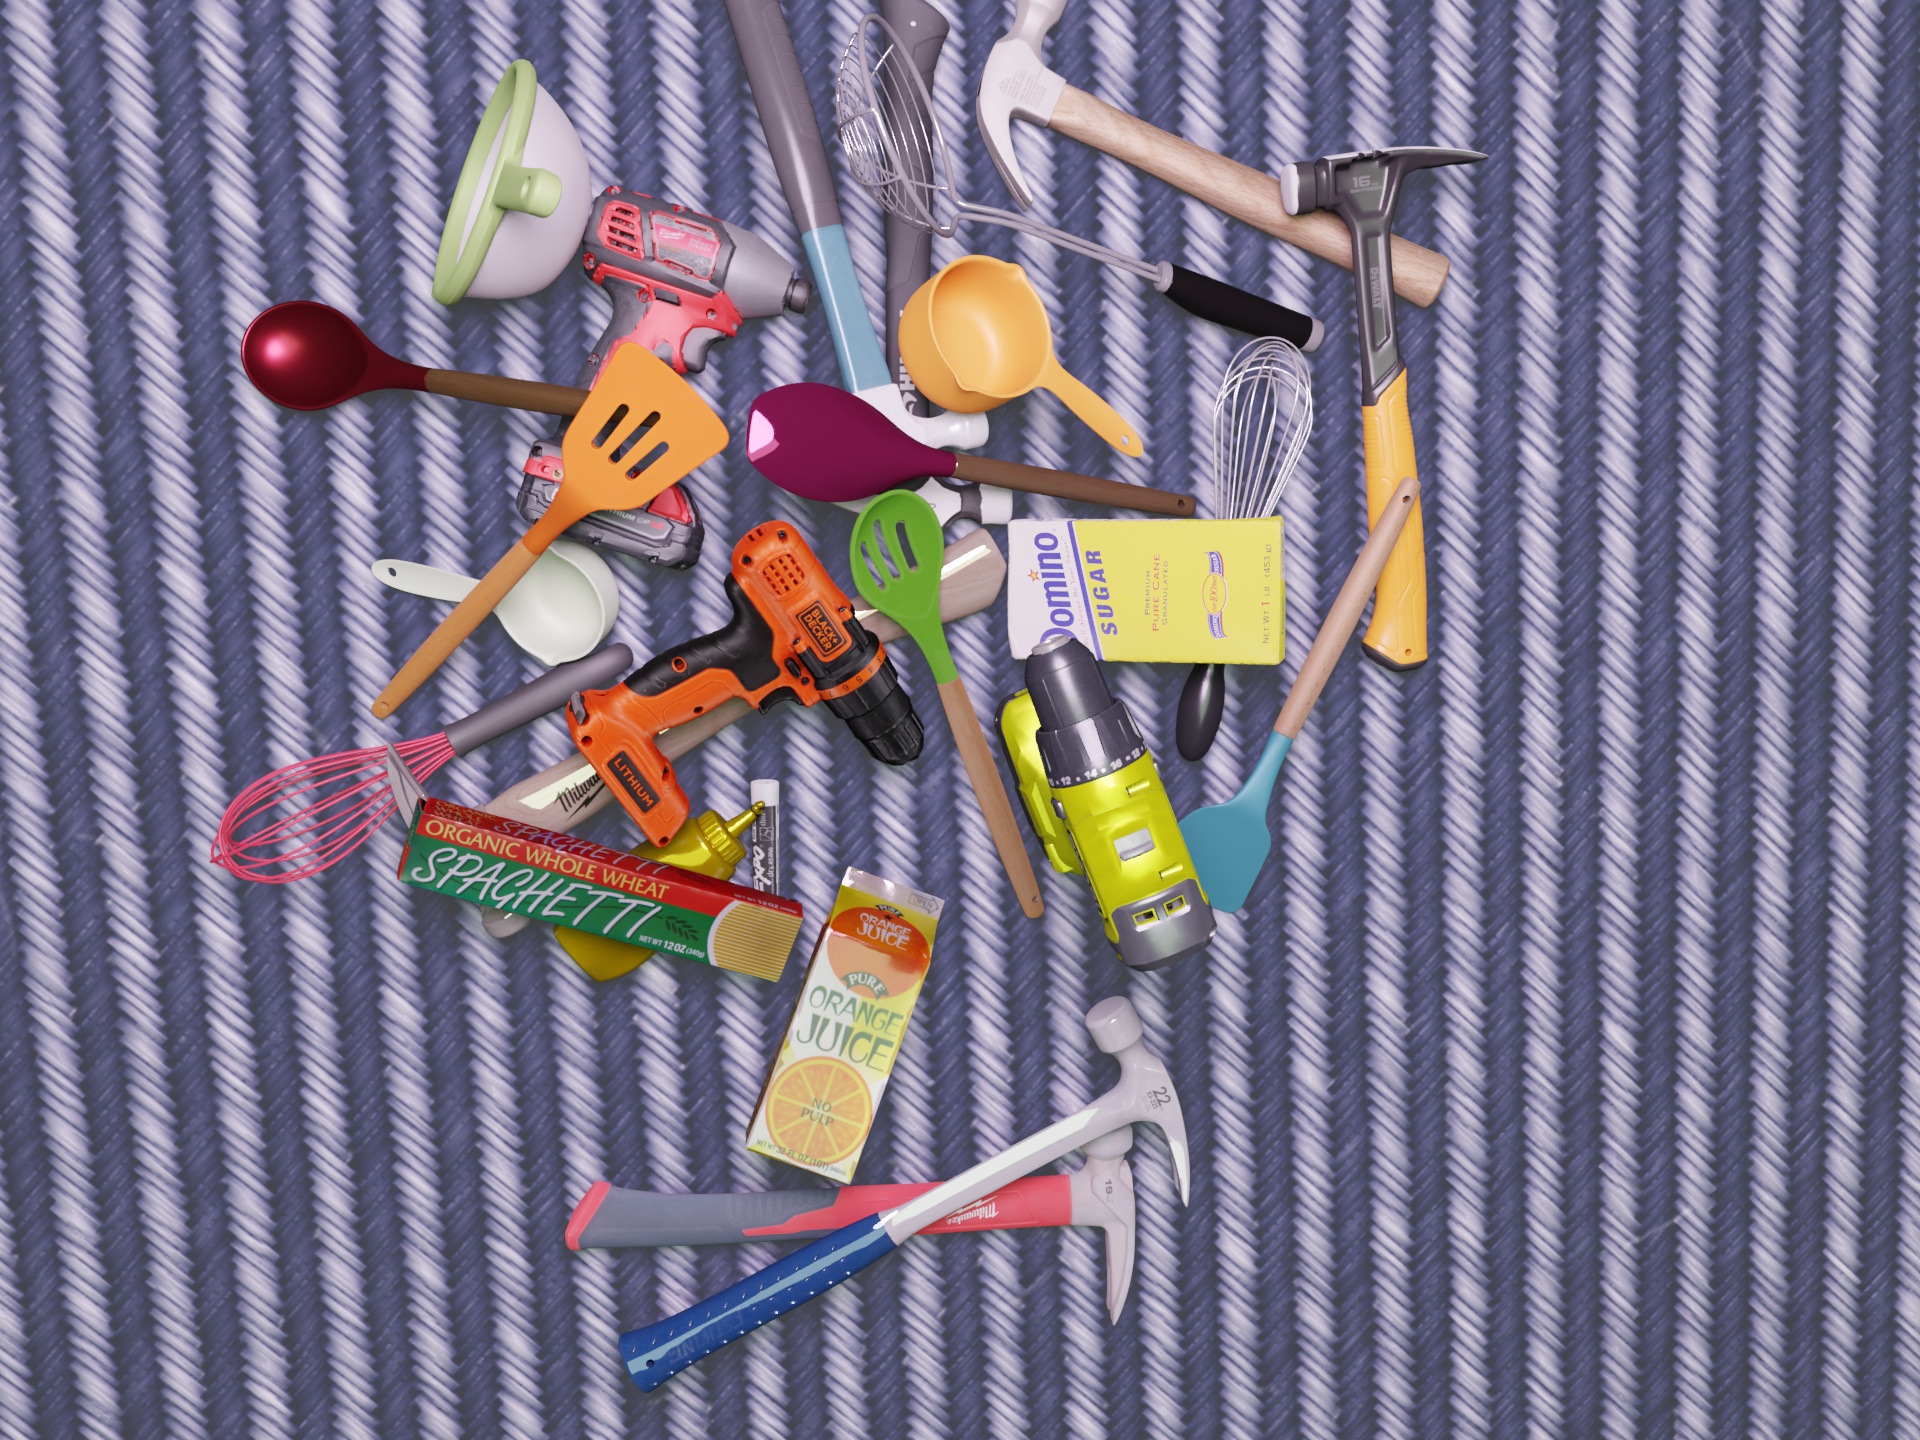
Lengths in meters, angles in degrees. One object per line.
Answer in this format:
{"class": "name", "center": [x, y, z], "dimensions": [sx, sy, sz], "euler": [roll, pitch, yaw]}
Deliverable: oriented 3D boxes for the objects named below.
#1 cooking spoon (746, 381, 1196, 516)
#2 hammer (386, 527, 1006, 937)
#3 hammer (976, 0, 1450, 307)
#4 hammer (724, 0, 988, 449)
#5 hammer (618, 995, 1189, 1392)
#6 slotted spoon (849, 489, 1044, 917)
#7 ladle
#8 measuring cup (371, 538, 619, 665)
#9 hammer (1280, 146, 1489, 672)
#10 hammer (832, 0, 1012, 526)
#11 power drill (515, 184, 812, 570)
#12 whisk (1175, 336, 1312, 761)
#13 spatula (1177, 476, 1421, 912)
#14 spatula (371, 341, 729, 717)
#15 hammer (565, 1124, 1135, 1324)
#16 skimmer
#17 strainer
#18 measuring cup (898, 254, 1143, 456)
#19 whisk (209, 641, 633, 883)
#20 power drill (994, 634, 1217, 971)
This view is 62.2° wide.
{"class": "cooking spoon", "center": [0.017, -0.155, 0.990], "dimensions": [0.318, 0.017, 0.069], "euler": [5, 91, -29]}
{"class": "hammer", "center": [-0.159, -0.020, 1.023], "dimensions": [0.410, 0.038, 0.146], "euler": [-30, 117, -5]}
{"class": "hammer", "center": [0.165, -0.350, 1.035], "dimensions": [0.331, 0.031, 0.130], "euler": [23, 94, -7]}
{"class": "hammer", "center": [-0.088, -0.314, 0.976], "dimensions": [0.128, 0.033, 0.331], "euler": [-19, 95, -19]}
{"class": "hammer", "center": [-0.036, 0.338, 1.057], "dimensions": [0.405, 0.035, 0.144], "euler": [-28, 100, 1]}
{"class": "slotted spoon", "center": [-0.002, -0.003, 1.035], "dimensions": [0.070, 0.031, 0.313], "euler": [-31, 113, -25]}
{"class": "ladle", "center": [-0.300, -0.205, 0.969], "dimensions": [0.315, 0.031, 0.069], "euler": [12, 90, 17]}
{"class": "measuring cup", "center": [-0.299, -0.088, 1.030], "dimensions": [0.167, 0.038, 0.083], "euler": [12, 118, 12]}
{"class": "hammer", "center": [0.286, -0.198, 1.040], "dimensions": [0.127, 0.034, 0.336], "euler": [-8, 104, -3]}
{"class": "hammer", "center": [-0.039, -0.293, 1.025], "dimensions": [0.146, 0.035, 0.335], "euler": [0, 96, -5]}
{"class": "power drill", "center": [-0.187, -0.212, 1.004], "dimensions": [0.143, 0.078, 0.219], "euler": [17, 92, -6]}
{"class": "whisk", "center": [0.182, -0.110, 1.054], "dimensions": [0.070, 0.070, 0.284], "euler": [9, 101, -5]}
{"class": "spatula", "center": [0.222, -0.017, 1.057], "dimensions": [0.082, 0.044, 0.317], "euler": [25, 99, -6]}
{"class": "spatula", "center": [-0.270, -0.096, 0.969], "dimensions": [0.081, 0.041, 0.322], "euler": [43, 121, -15]}
{"class": "hammer", "center": [-0.073, 0.353, 1.094], "dimensions": [0.386, 0.038, 0.143], "euler": [-2, 98, -4]}
{"class": "skimmer", "center": [0.087, -0.310, 0.965], "dimensions": [0.363, 0.090, 0.127], "euler": [14, 52, -22]}
{"class": "strainer", "center": [-0.240, -0.297, 0.917], "dimensions": [0.069, 0.257, 0.151], "euler": [17, 100, -30]}
{"class": "measuring cup", "center": [0.037, -0.209, 0.980], "dimensions": [0.173, 0.052, 0.095], "euler": [34, 66, -26]}
{"class": "whisk", "center": [-0.345, 0.023, 1.027], "dimensions": [0.296, 0.073, 0.073], "euler": [-28, 98, -6]}
{"class": "power drill", "center": [0.078, 0.034, 0.972], "dimensions": [0.080, 0.228, 0.190], "euler": [-22, 98, -2]}
